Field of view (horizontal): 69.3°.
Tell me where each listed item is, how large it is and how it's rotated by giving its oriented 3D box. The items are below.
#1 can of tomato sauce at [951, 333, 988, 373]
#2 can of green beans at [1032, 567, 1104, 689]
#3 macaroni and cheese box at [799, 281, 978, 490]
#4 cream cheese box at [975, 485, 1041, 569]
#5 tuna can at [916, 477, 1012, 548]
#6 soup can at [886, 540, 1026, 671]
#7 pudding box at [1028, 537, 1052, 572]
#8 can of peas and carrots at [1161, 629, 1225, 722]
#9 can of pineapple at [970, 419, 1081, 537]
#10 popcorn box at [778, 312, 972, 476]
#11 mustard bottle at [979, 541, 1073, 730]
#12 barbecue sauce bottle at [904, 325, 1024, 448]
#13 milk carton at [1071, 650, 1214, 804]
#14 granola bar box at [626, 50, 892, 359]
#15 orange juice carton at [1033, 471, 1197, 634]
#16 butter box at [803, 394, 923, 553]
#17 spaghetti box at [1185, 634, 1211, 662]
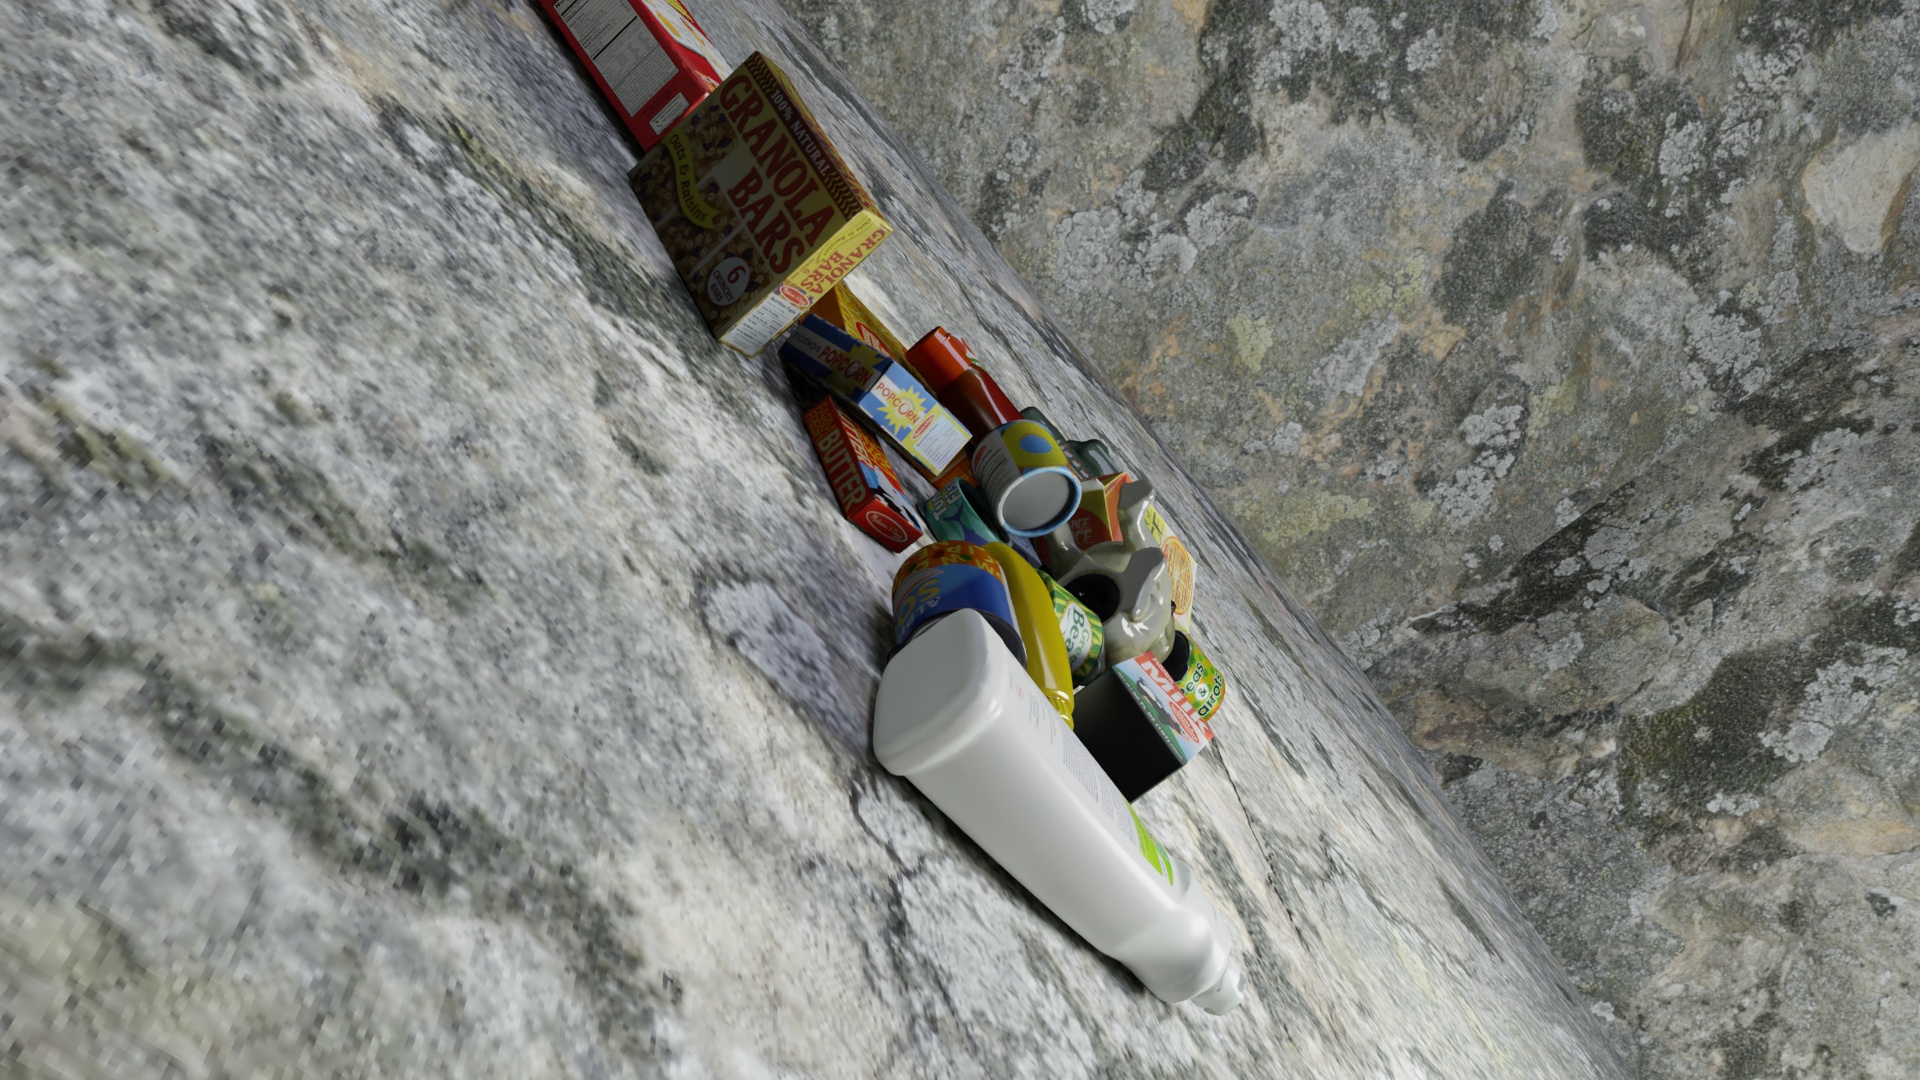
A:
[{"bbox_3d":[-0.003,-0.130,1.207,0.083,0.071,0.071,56,14,22],"label":"can of tomato sauce"},{"bbox_3d":[0.048,0.058,0.875,0.057,0.071,0.071,39,18,-42],"label":"can of green beans"},{"bbox_3d":[-0.053,-0.119,1.076,0.166,0.040,0.124,43,16,-31],"label":"macaroni and cheese box"},{"bbox_3d":[0.025,-0.017,1.098,0.053,0.024,0.104,38,18,-39],"label":"cream cheese box"},{"bbox_3d":[0.004,-0.012,0.991,0.071,0.033,0.071,48,13,-15],"label":"tuna can"},{"bbox_3d":[-0.005,0.046,0.738,0.071,0.071,0.084,46,13,-22],"label":"soup can"},{"bbox_3d":[0.076,0.000,1.208,0.050,0.030,0.083,57,14,27],"label":"pudding box"},{"bbox_3d":[0.179,0.117,1.150,0.058,0.071,0.071,44,14,-30],"label":"can of peas and carrots"},{"bbox_3d":[0.049,-0.044,1.001,0.071,0.071,0.058,39,18,-43],"label":"can of pineapple"},{"bbox_3d":[-0.059,-0.099,0.928,0.085,0.038,0.127,42,-3,-39],"label":"popcorn box"},{"bbox_3d":[0.031,0.074,0.795,0.048,0.065,0.161,38,24,-42],"label":"mustard bottle"},{"bbox_3d":[0.018,-0.097,1.066,0.148,0.043,0.065,50,21,-12],"label":"barbecue sauce bottle"},{"bbox_3d":[0.106,0.122,0.883,0.072,0.073,0.191,54,13,11],"label":"milk carton"},{"bbox_3d":[-0.131,-0.216,0.889,0.039,0.124,0.166,28,26,-57],"label":"granola bar box"},{"bbox_3d":[0.125,0.006,1.160,0.192,0.071,0.073,45,46,-43],"label":"orange juice carton"},{"bbox_3d":[-0.062,-0.042,0.871,0.053,0.024,0.104,38,19,-46],"label":"butter box"},{"bbox_3d":[0.135,0.031,1.274,0.050,0.028,0.250,-29,78,-36],"label":"spaghetti box"}]
